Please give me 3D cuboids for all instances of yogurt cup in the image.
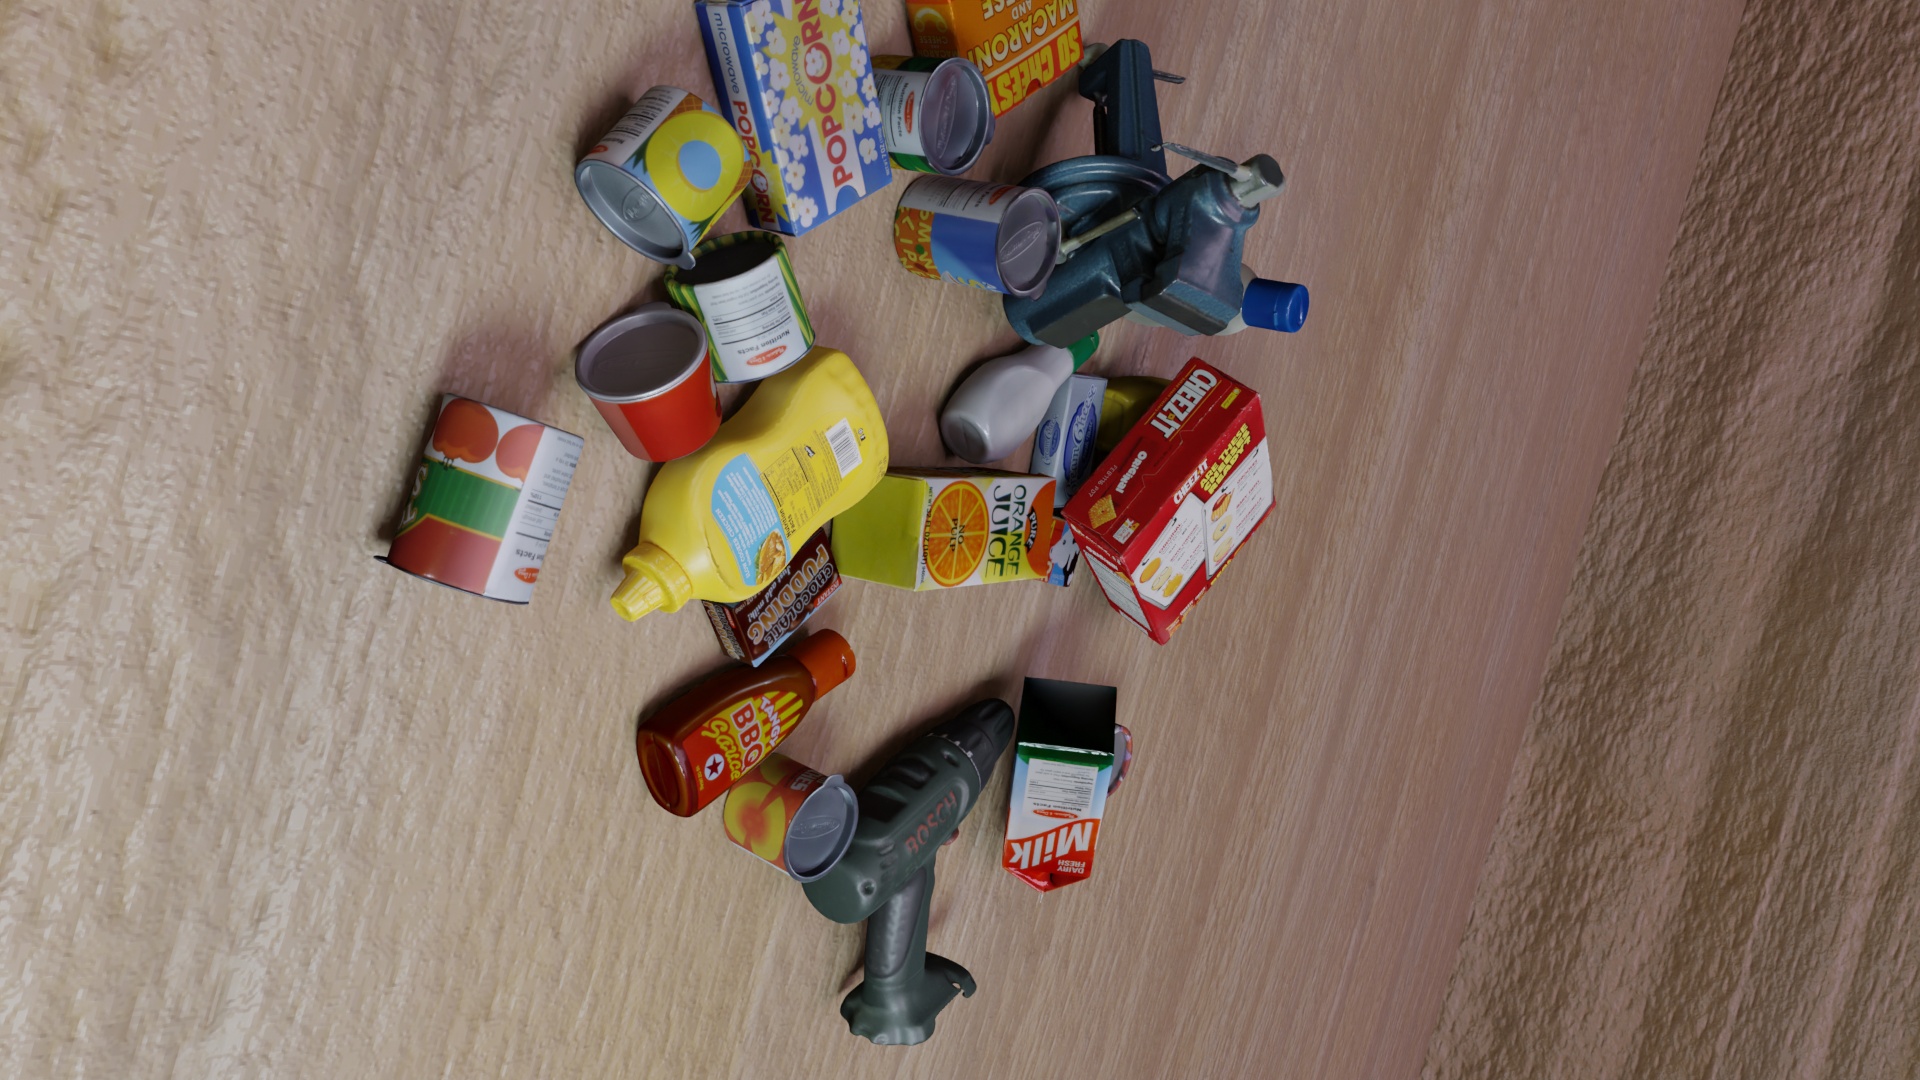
[{"bbox_3d":[-0.156,-0.077,0.710,0.073,0.072,0.053,-50,147,-28],"label":"yogurt cup"}]

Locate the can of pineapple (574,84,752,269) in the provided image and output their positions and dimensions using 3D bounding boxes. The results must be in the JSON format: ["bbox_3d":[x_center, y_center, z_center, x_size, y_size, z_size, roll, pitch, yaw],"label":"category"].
[{"bbox_3d":[-0.143,-0.177,0.680,0.058,0.071,0.070,-56,142,-22],"label":"can of pineapple"}]

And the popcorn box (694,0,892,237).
[{"bbox_3d":[-0.087,-0.241,0.754,0.085,0.038,0.126,-42,134,-38],"label":"popcorn box"}]

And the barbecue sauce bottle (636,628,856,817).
[{"bbox_3d":[-0.126,0.103,0.842,0.149,0.044,0.064,-34,129,-42],"label":"barbecue sauce bottle"}]

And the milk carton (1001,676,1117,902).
[{"bbox_3d":[0.074,0.200,1.091,0.073,0.073,0.189,-81,176,-51],"label":"milk carton"}]

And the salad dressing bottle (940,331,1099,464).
[{"bbox_3d":[0.046,-0.111,0.986,0.148,0.044,0.064,-44,134,-36],"label":"salad dressing bottle"}]

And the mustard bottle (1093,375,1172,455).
[{"bbox_3d":[0.161,-0.103,1.140,0.161,0.049,0.065,-12,123,-52],"label":"mustard bottle"}]

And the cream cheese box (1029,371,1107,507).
[{"bbox_3d":[0.081,-0.077,1.064,0.053,0.024,0.103,-4,107,-53],"label":"cream cheese box"}]

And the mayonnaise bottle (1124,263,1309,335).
[{"bbox_3d":[0.190,-0.187,1.057,0.041,0.148,0.064,-43,136,-35],"label":"mayonnaise bottle"}]

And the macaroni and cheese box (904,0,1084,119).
[{"bbox_3d":[0.017,-0.351,0.847,0.124,0.040,0.165,-44,136,-33],"label":"macaroni and cheese box"}]

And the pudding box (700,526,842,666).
[{"bbox_3d":[-0.113,0.031,0.841,0.084,0.030,0.049,-44,137,-34],"label":"pudding box"}]

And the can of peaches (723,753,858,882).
[{"bbox_3d":[-0.108,0.173,0.885,0.071,0.058,0.071,-25,123,-46],"label":"can of peaches"}]

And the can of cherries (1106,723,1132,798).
[{"bbox_3d":[0.105,0.180,1.176,0.072,0.058,0.071,-25,123,-46],"label":"can of cherries"}]

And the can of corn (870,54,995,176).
[{"bbox_3d":[-0.023,-0.251,0.819,0.071,0.058,0.071,-26,124,-46],"label":"can of corn"}]

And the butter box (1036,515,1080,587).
[{"bbox_3d":[0.057,0.004,1.065,0.103,0.024,0.053,13,93,-55],"label":"butter box"}]

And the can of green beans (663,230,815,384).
[{"bbox_3d":[-0.117,-0.124,0.737,0.071,0.071,0.057,-44,133,-34],"label":"can of green beans"}]

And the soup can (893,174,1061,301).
[{"bbox_3d":[0.011,-0.189,0.869,0.071,0.084,0.071,-26,125,-45],"label":"soup can"}]

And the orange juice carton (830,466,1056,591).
[{"bbox_3d":[0.003,-0.012,0.940,0.193,0.073,0.071,-4,101,-53],"label":"orange juice carton"}]

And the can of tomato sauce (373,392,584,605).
[{"bbox_3d":[-0.221,-0.020,0.644,0.071,0.071,0.083,22,86,-55],"label":"can of tomato sauce"}]
